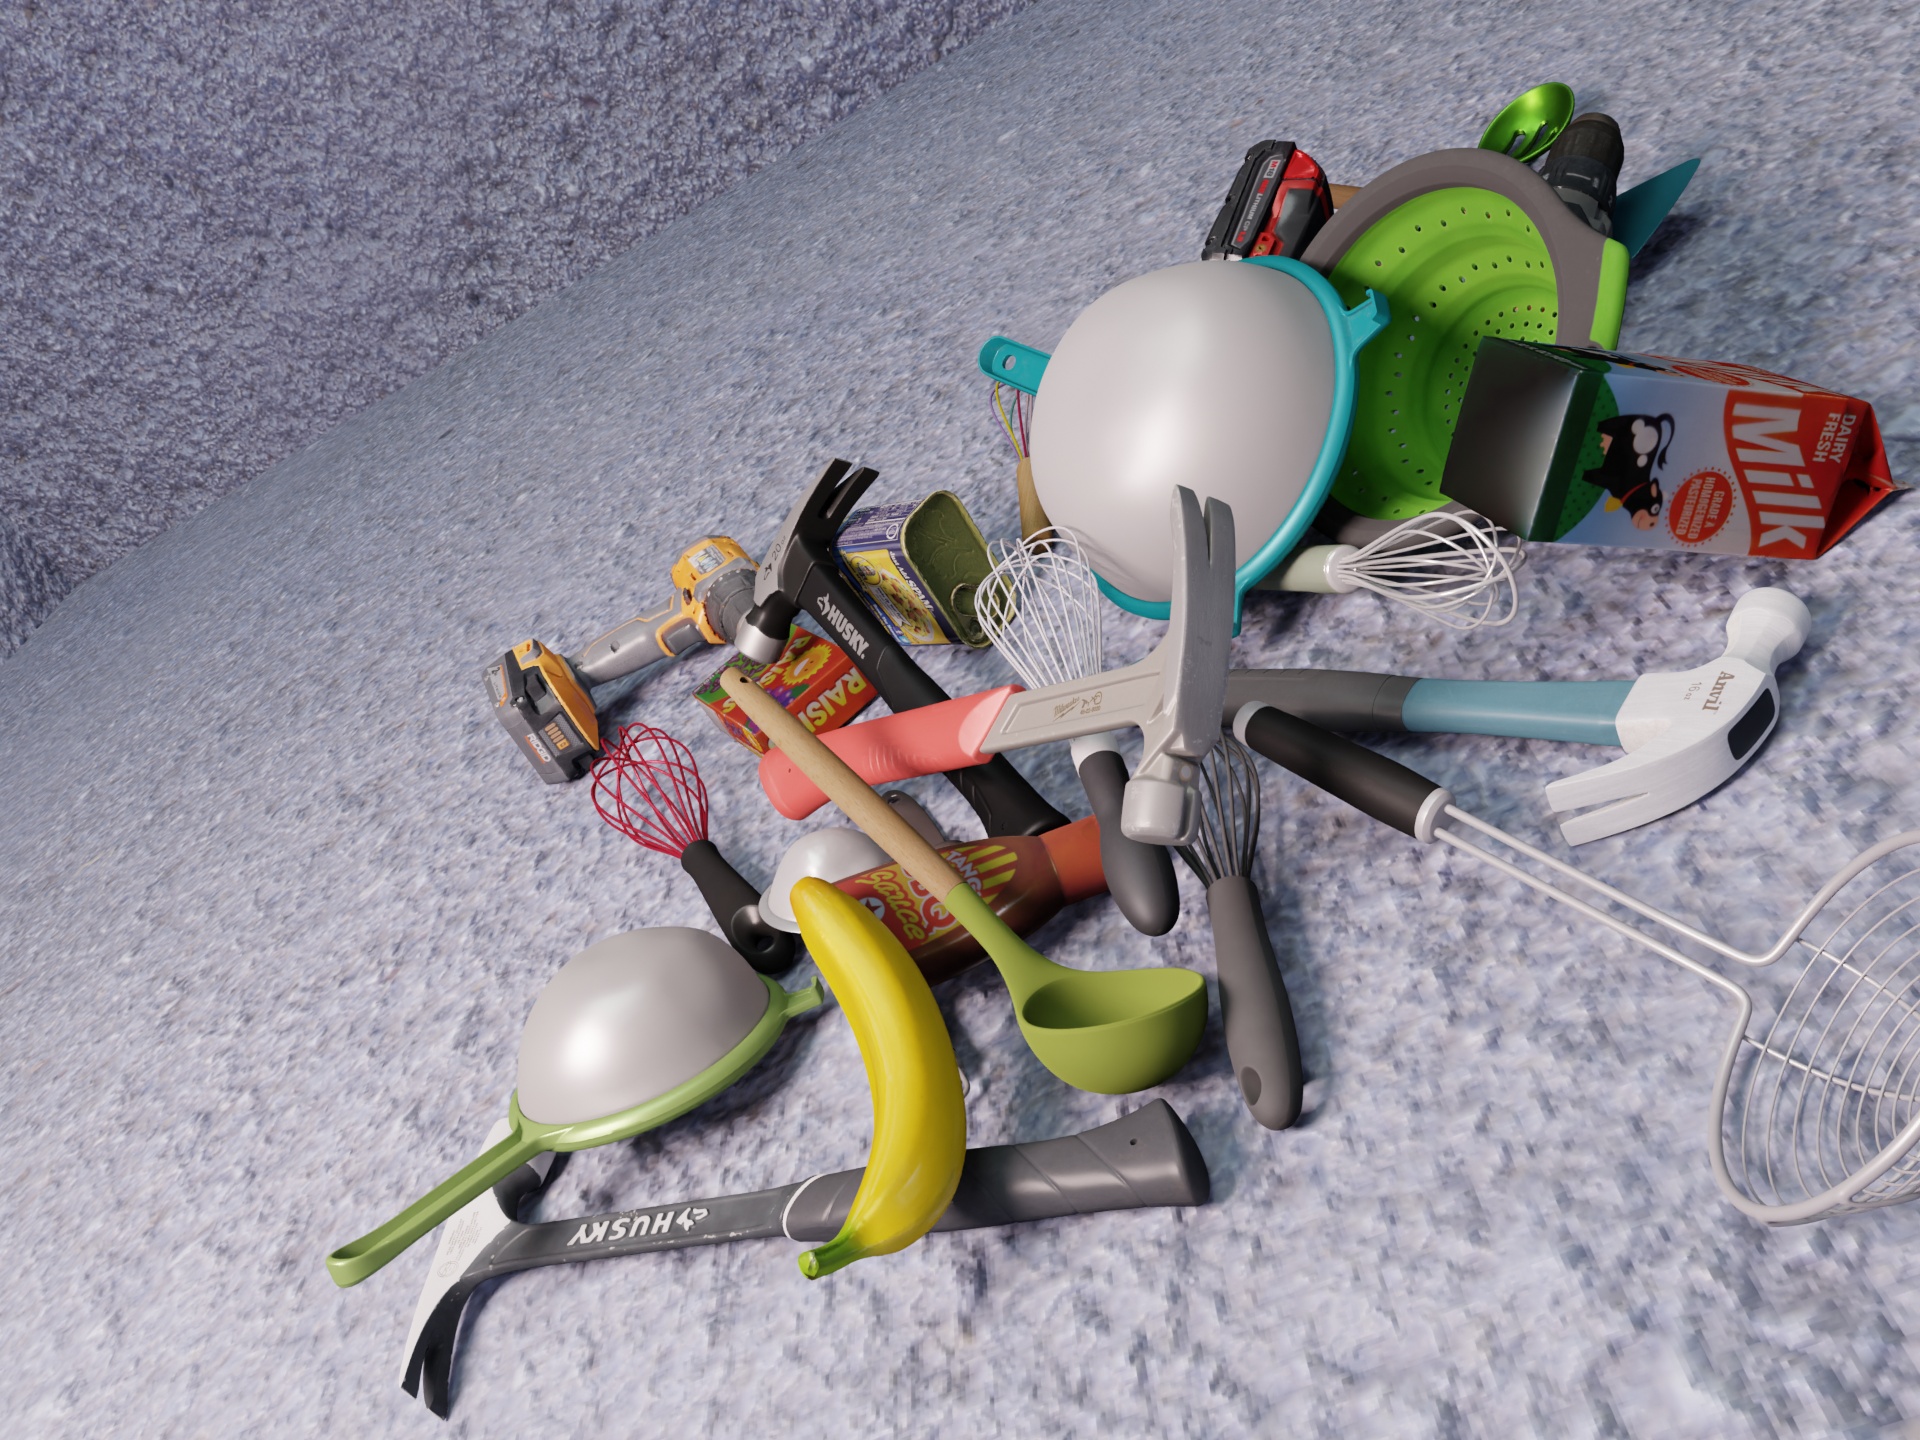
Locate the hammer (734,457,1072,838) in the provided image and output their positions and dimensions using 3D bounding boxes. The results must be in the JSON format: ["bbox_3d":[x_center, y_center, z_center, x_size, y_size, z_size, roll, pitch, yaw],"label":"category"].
[{"bbox_3d":[-0.032,-0.027,0.908,0.335,0.035,0.146,48,118,46],"label":"hammer"}]

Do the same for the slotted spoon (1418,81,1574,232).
[{"bbox_3d":[0.331,-0.344,1.114,0.314,0.031,0.070,-46,34,-17],"label":"slotted spoon"}]

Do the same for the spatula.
[{"bbox_3d":[0.333,-0.346,1.063,0.318,0.044,0.082,30,81,46],"label":"spatula"}]

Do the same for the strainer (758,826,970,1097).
[{"bbox_3d":[-0.045,0.111,0.805,0.087,0.050,0.259,-20,31,-13],"label":"strainer"}]

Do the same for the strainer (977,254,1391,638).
[{"bbox_3d":[0.074,-0.191,0.913,0.341,0.095,0.211,38,107,52],"label":"strainer"}]

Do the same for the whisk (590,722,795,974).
[{"bbox_3d":[-0.165,0.074,0.967,0.073,0.073,0.296,-39,36,-9],"label":"whisk"}]

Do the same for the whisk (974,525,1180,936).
[{"bbox_3d":[0.059,-0.005,0.774,0.070,0.070,0.285,-28,41,11],"label":"whisk"}]

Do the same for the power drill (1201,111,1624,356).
[{"bbox_3d":[0.281,-0.299,0.970,0.227,0.080,0.188,13,65,27],"label":"power drill"}]

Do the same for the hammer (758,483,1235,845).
[{"bbox_3d":[-0.001,-0.003,0.787,0.359,0.036,0.149,-13,65,55],"label":"hammer"}]

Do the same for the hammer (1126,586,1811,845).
[{"bbox_3d":[0.202,-0.009,0.741,0.331,0.033,0.128,4,45,48],"label":"hammer"}]

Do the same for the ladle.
[{"bbox_3d":[-0.015,0.054,0.717,0.078,0.062,0.320,-16,43,-39],"label":"ladle"}]

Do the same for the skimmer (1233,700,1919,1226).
[{"bbox_3d":[0.200,0.048,0.577,0.364,0.090,0.127,34,98,55],"label":"skimmer"}]

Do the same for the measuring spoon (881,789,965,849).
[{"bbox_3d":[-0.023,0.059,0.876,0.034,0.018,0.124,-27,27,-11],"label":"measuring spoon"}]

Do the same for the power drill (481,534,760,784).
[{"bbox_3d":[-0.235,-0.047,1.193,0.226,0.084,0.185,-34,30,-8],"label":"power drill"}]

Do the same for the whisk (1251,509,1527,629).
[{"bbox_3d":[0.197,-0.075,0.791,0.058,0.059,0.246,-34,13,-11],"label":"whisk"}]

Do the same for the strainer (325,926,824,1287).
[{"bbox_3d":[-0.199,0.167,0.766,0.151,0.069,0.256,-6,20,44],"label":"strainer"}]

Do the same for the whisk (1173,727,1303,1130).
[{"bbox_3d":[0.115,0.078,0.689,0.055,0.055,0.239,-24,35,17],"label":"whisk"}]

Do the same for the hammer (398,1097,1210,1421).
[{"bbox_3d":[-0.083,0.217,0.690,0.409,0.036,0.149,-16,35,28],"label":"hammer"}]

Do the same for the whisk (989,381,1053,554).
[{"bbox_3d":[0.055,-0.194,1.158,0.051,0.047,0.245,-35,31,24],"label":"whisk"}]

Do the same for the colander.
[{"bbox_3d":[0.217,-0.201,0.900,0.397,0.094,0.204,21,102,54],"label":"colander"}]
